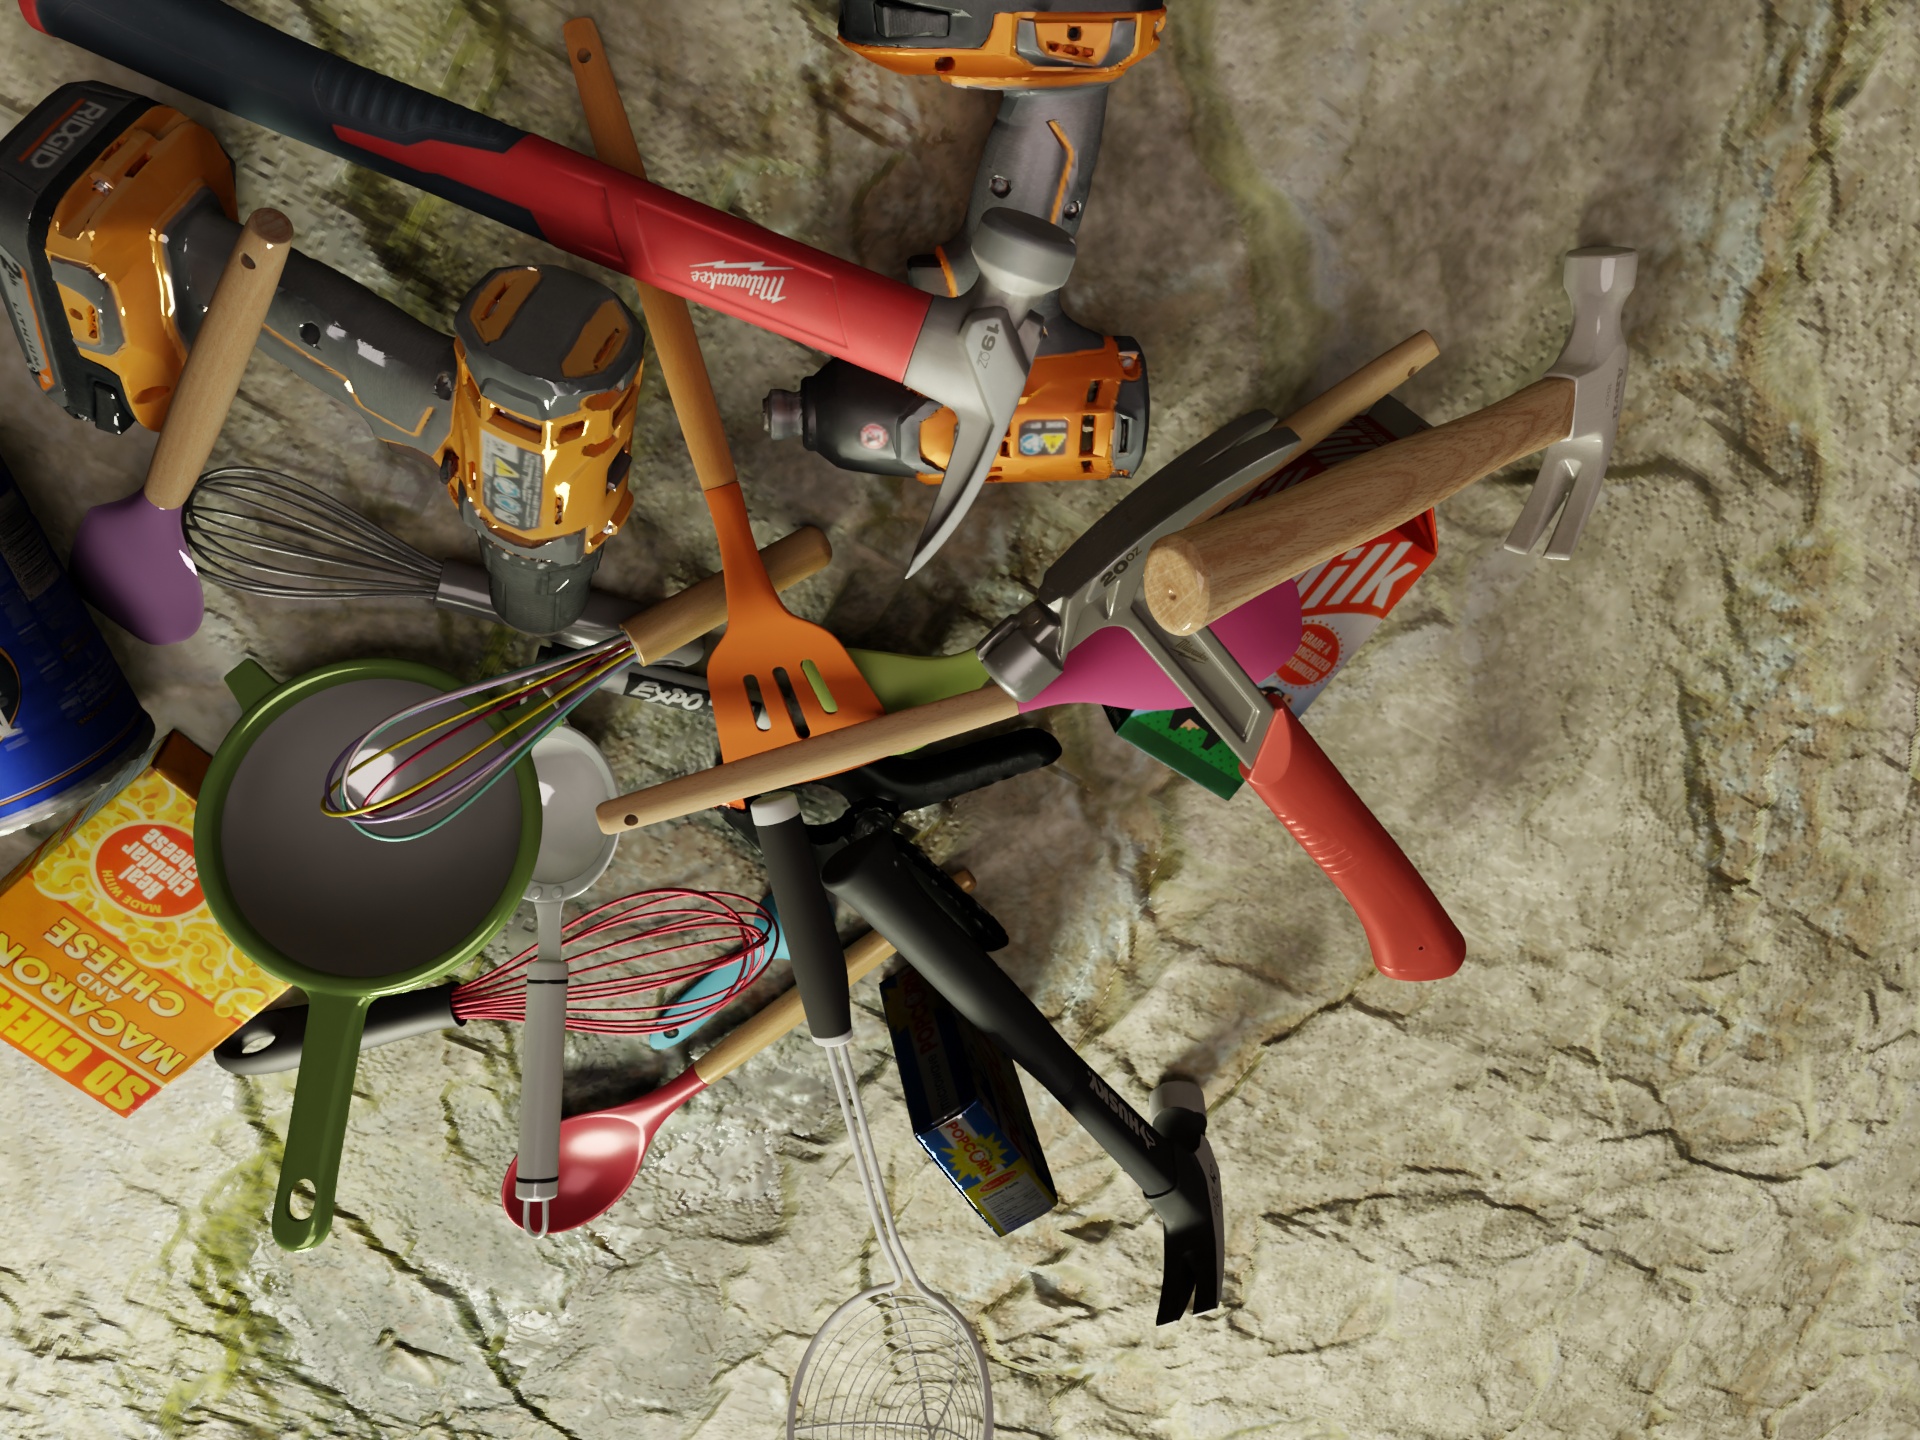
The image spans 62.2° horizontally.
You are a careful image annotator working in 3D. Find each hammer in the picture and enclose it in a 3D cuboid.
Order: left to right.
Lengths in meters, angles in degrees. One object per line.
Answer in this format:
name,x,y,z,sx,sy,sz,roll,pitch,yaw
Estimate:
hammer,-0.160,-0.184,0.597,0.386,0.038,0.143,21,118,-3
hammer,0.041,0.168,0.783,0.035,0.146,0.334,-26,125,22
hammer,0.160,0.021,0.726,0.149,0.037,0.358,-40,130,8
hammer,0.186,-0.098,0.638,0.331,0.031,0.130,-26,122,-39

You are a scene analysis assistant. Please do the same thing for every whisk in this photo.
whisk,-0.227,-0.062,0.699,0.238,0.055,0.055,15,115,-20
whisk,-0.233,0.138,0.798,0.296,0.073,0.073,-12,119,4
whisk,-0.160,-0.020,0.689,0.245,0.047,0.051,-31,92,-17

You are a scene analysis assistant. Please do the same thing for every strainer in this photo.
strainer,-0.266,0.102,0.715,0.151,0.069,0.256,7,80,0
strainer,-0.193,0.110,0.746,0.087,0.050,0.258,-1,83,23

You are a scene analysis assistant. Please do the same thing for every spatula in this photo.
spatula,-0.287,-0.094,0.587,0.059,0.018,0.316,39,143,-16
spatula,-0.106,-0.122,0.659,0.081,0.041,0.322,-15,102,5

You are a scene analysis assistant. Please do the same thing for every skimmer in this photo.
skimmer,-0.064,0.218,0.758,0.127,0.090,0.363,-5,103,38

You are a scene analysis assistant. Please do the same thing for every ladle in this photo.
ladle,-0.119,0.174,0.850,0.315,0.031,0.069,-37,124,9
ladle,0.066,-0.083,0.711,0.320,0.062,0.078,-34,154,11

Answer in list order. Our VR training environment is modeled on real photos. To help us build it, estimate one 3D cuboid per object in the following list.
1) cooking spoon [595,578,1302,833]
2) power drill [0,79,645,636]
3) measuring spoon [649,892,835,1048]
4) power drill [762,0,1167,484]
cooking spoon,-0.001,-0.002,0.688,0.319,0.017,0.068,-16,122,-5
power drill,-0.233,-0.122,0.609,0.226,0.084,0.185,22,148,-2
measuring spoon,-0.117,0.137,0.832,0.128,0.021,0.042,-42,116,12
power drill,-0.001,-0.202,0.640,0.164,0.084,0.226,-3,122,-7
